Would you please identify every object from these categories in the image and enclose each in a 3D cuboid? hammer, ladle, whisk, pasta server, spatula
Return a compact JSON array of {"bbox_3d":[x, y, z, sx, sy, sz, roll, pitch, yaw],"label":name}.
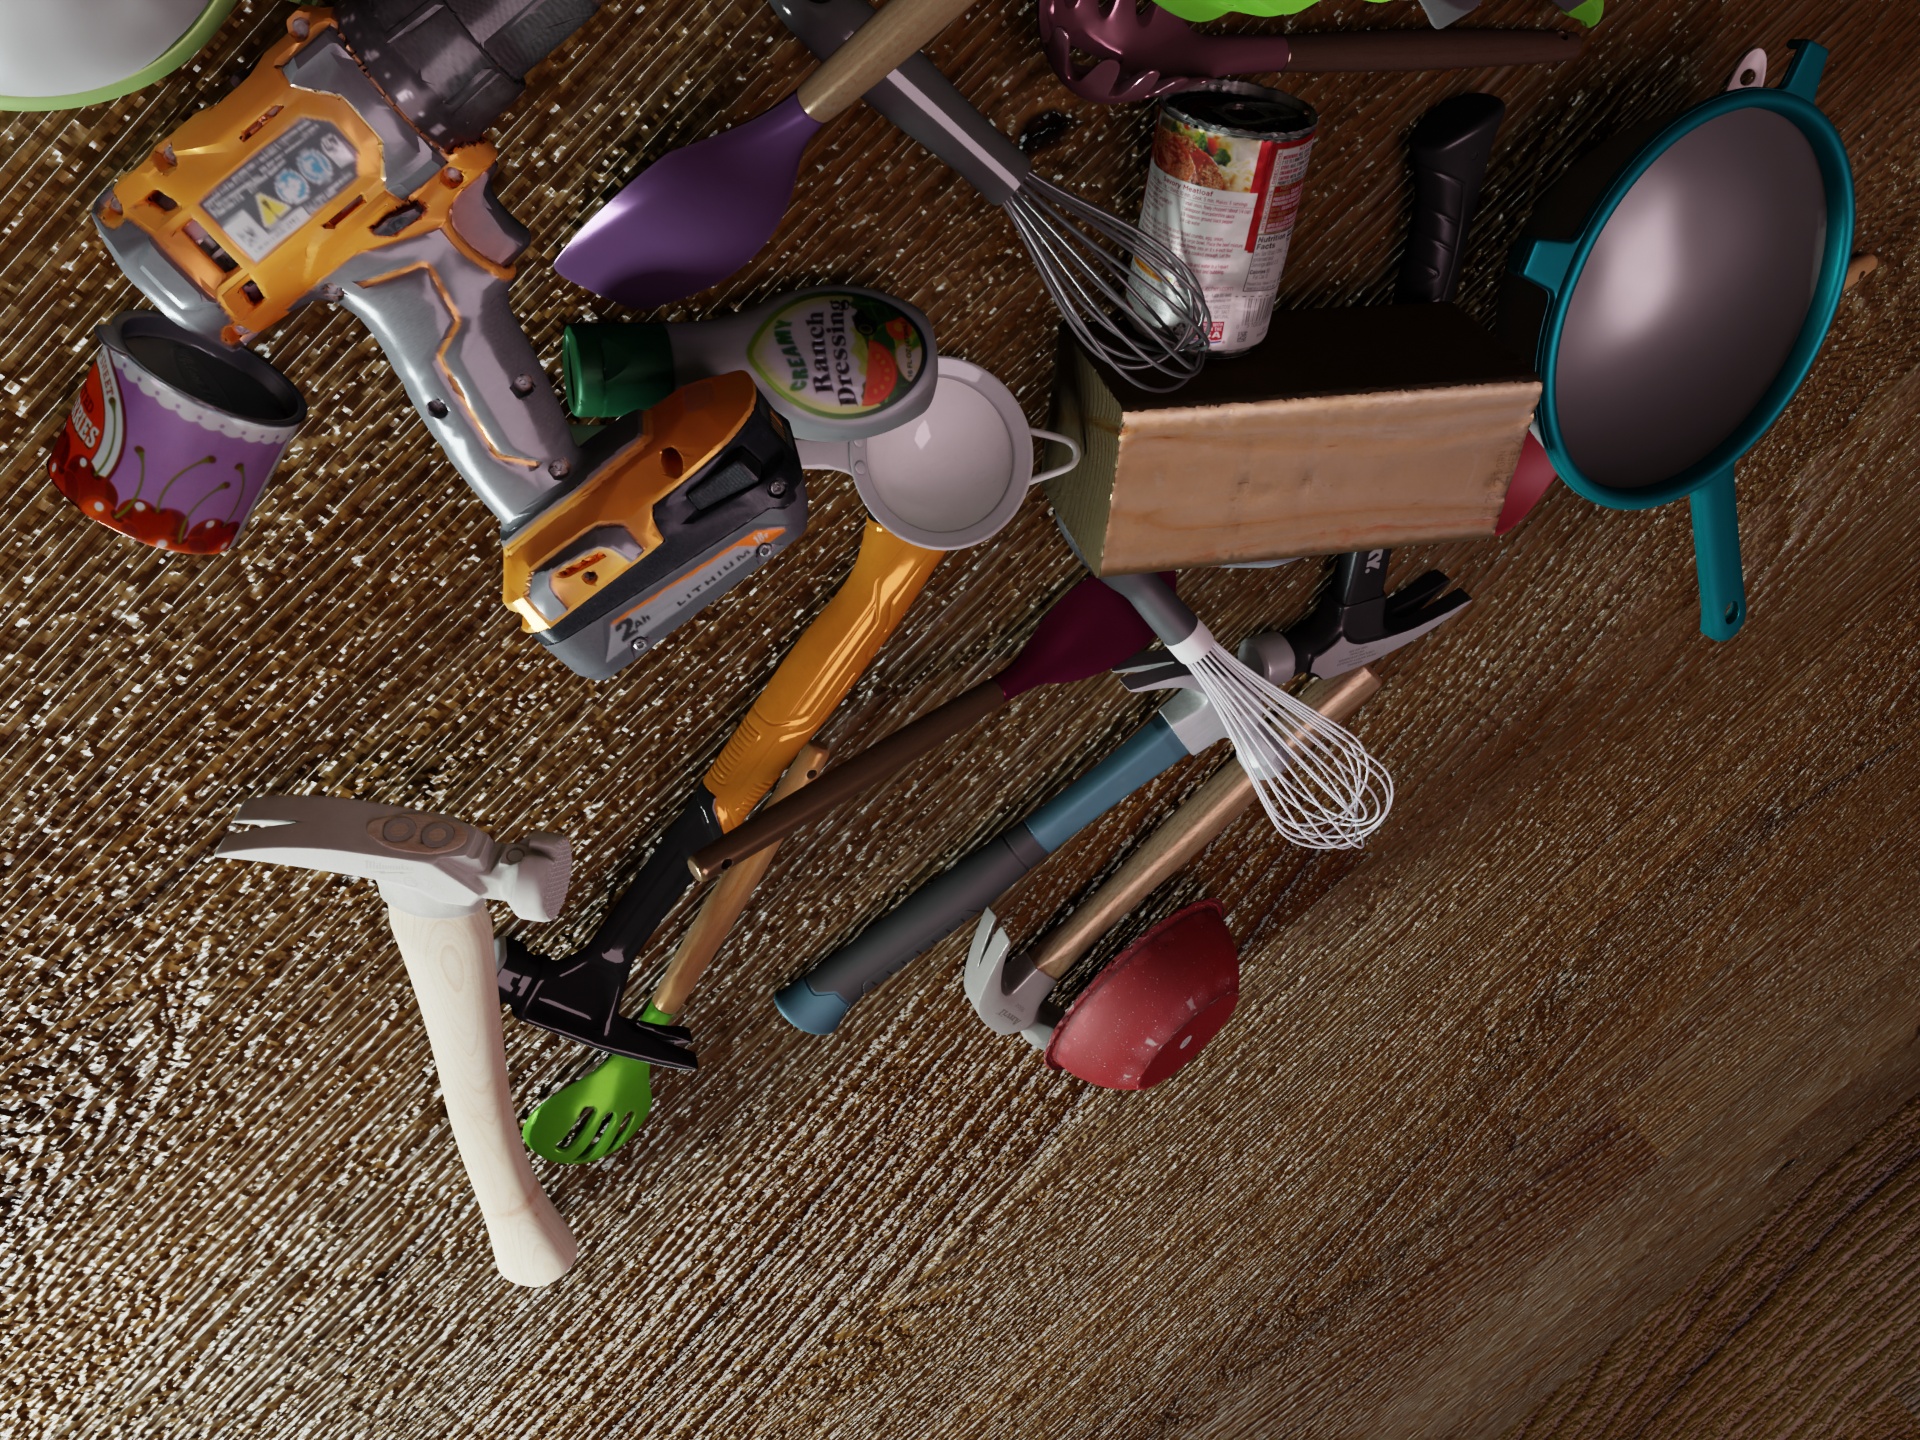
[{"bbox_3d":[0.034,0.077,0.926,0.331,0.033,0.128,-37,128,4],"label":"hammer"},{"bbox_3d":[0.427,-0.204,0.954,0.315,0.031,0.069,-31,140,-9],"label":"ladle"},{"bbox_3d":[0.017,-0.211,0.629,0.238,0.055,0.055,34,105,-28],"label":"whisk"},{"bbox_3d":[0.132,0.078,1.004,0.331,0.031,0.129,-44,138,7],"label":"hammer"},{"bbox_3d":[-0.257,0.186,0.815,0.146,0.038,0.410,8,136,2],"label":"hammer"},{"bbox_3d":[0.141,-0.022,0.856,0.070,0.070,0.284,-43,116,6],"label":"whisk"},{"bbox_3d":[0.162,-0.295,0.688,0.316,0.060,0.040,-14,163,-28],"label":"pasta server"},{"bbox_3d":[0.239,-0.166,0.857,0.146,0.035,0.334,-16,134,-20],"label":"hammer"},{"bbox_3d":[-0.103,0.032,0.792,0.127,0.034,0.337,29,106,-29],"label":"hammer"},{"bbox_3d":[-0.030,-0.218,0.527,0.059,0.018,0.316,17,149,-41],"label":"spatula"}]

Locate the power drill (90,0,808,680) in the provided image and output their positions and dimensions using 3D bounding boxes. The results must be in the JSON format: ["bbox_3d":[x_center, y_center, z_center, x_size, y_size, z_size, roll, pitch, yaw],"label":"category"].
[{"bbox_3d":[-0.144,-0.145,0.550,0.185,0.084,0.226,-35,120,9],"label":"power drill"}]

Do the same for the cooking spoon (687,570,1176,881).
[{"bbox_3d":[-0.001,-0.003,0.806,0.319,0.017,0.068,-31,136,-27],"label":"cooking spoon"}]

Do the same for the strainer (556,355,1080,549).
[{"bbox_3d":[-0.073,-0.117,0.690,0.258,0.050,0.087,-2,91,-24],"label":"strainer"}]

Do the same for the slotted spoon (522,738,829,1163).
[{"bbox_3d":[-0.153,0.137,0.872,0.070,0.031,0.313,16,115,-39],"label":"slotted spoon"}]

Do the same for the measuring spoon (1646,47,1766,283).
[{"bbox_3d":[0.405,-0.301,0.865,0.034,0.018,0.124,7,119,-10],"label":"measuring spoon"}]

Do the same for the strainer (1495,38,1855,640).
[{"bbox_3d":[0.377,-0.182,0.870,0.211,0.095,0.340,-37,131,-8],"label":"strainer"}]

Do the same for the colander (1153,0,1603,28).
[{"bbox_3d":[0.144,-0.319,0.613,0.094,0.204,0.397,-23,168,38],"label":"colander"}]

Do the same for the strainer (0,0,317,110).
[{"bbox_3d":[-0.275,-0.270,0.398,0.151,0.069,0.256,-25,138,-12],"label":"strainer"}]
